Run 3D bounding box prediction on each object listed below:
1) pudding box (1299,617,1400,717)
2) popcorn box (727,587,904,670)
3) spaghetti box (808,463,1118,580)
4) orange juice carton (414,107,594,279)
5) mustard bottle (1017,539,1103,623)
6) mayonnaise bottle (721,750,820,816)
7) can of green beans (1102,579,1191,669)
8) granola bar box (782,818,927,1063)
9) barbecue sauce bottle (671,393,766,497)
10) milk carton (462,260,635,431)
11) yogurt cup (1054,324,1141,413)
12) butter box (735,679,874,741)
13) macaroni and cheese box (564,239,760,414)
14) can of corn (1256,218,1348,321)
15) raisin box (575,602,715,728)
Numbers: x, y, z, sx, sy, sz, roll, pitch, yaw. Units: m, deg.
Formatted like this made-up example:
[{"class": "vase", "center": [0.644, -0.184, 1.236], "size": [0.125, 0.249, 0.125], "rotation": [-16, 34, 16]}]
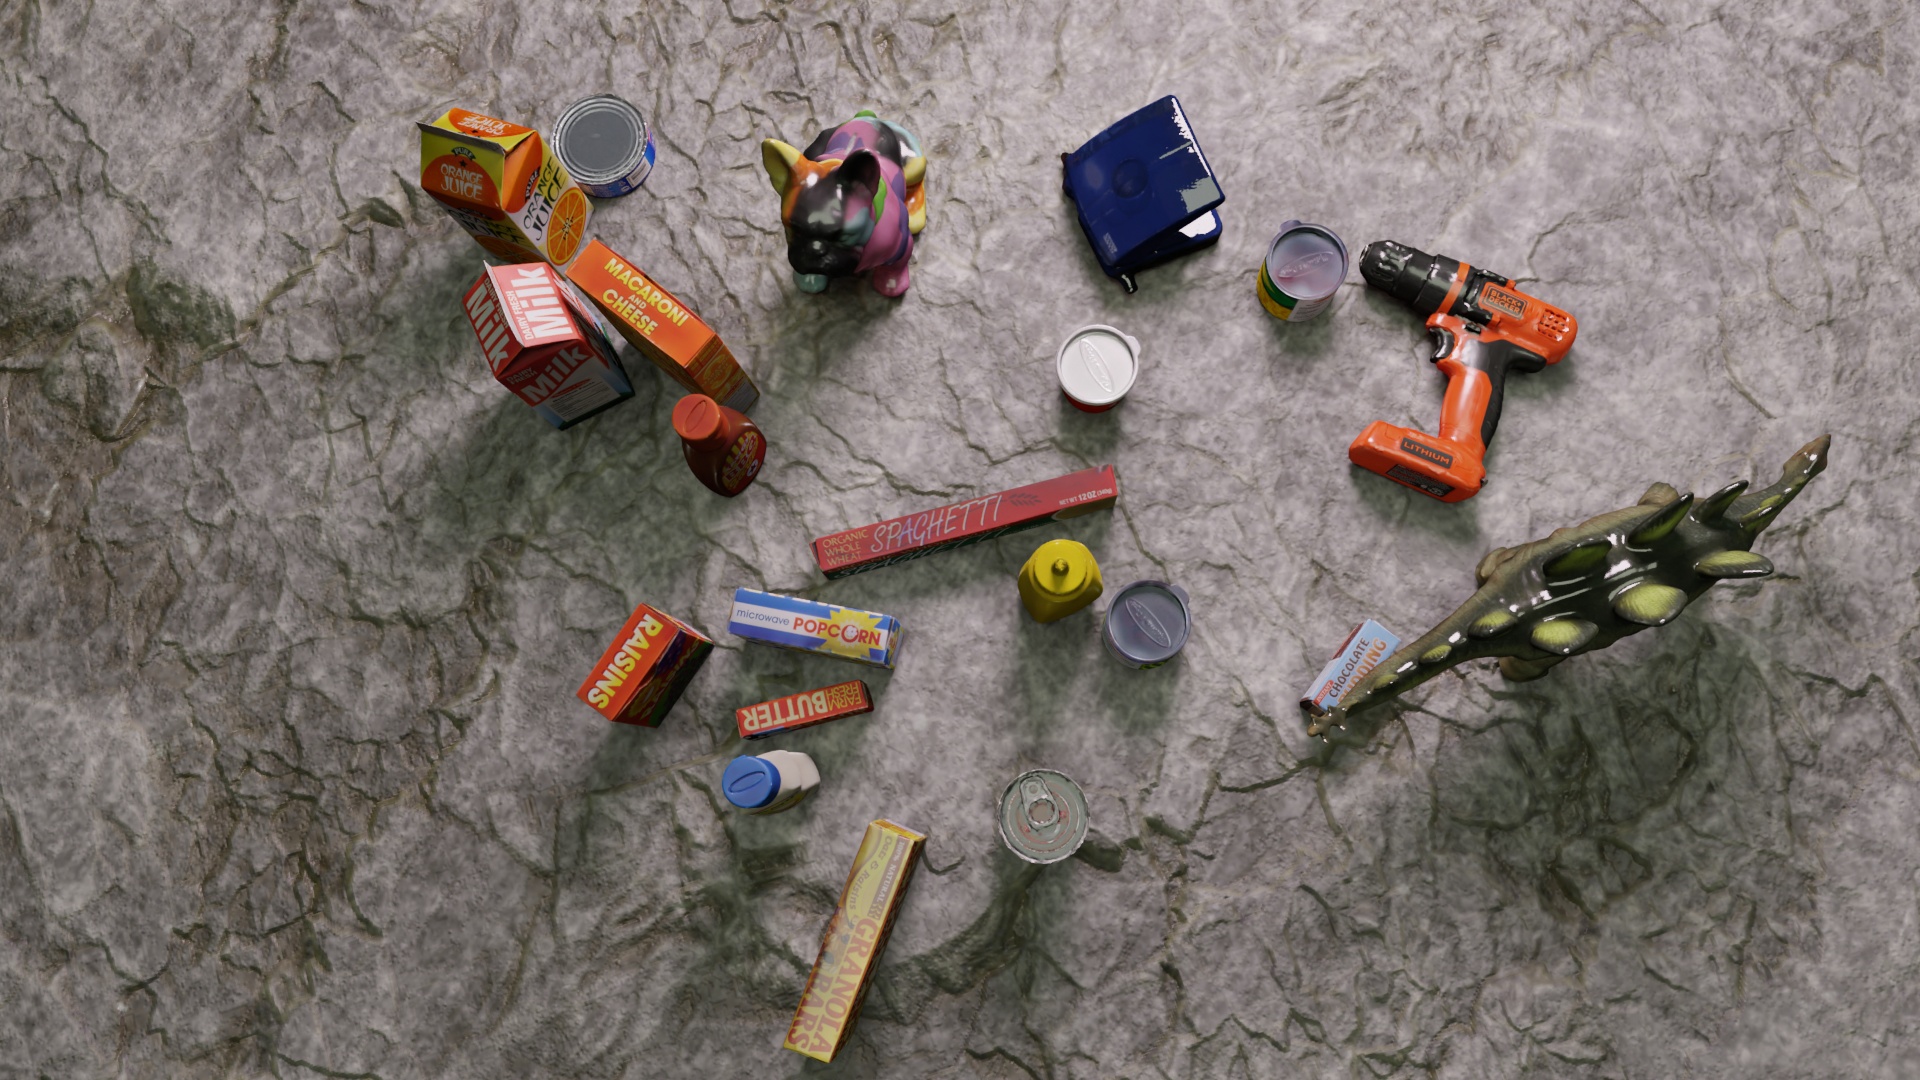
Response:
[{"class": "pudding box", "center": [0.305, 0.103, 1.090], "size": [0.030, 0.049, 0.084], "rotation": [37, 83, 9]}, {"class": "popcorn box", "center": [-0.113, 0.071, 1.099], "size": [0.127, 0.085, 0.038], "rotation": [10, 80, 5]}, {"class": "spaghetti box", "center": [0.004, -0.014, 1.128], "size": [0.250, 0.050, 0.029], "rotation": [-15, 79, 0]}, {"class": "orange juice carton", "center": [-0.370, -0.286, 1.126], "size": [0.072, 0.192, 0.073], "rotation": [18, 81, 6]}, {"class": "mustard bottle", "center": [0.077, 0.027, 1.060], "size": [0.065, 0.160, 0.049], "rotation": [-26, 79, -2]}, {"class": "mayonnaise bottle", "center": [-0.147, 0.183, 1.047], "size": [0.065, 0.148, 0.041], "rotation": [-26, 79, -2]}, {"class": "can of green beans", "center": [0.146, 0.068, 1.101], "size": [0.071, 0.057, 0.071], "rotation": [-1, 79, 3]}, {"class": "granola bar box", "center": [-0.074, 0.293, 1.034], "size": [0.039, 0.124, 0.166], "rotation": [20, 81, 6]}, {"class": "barbecue sauce bottle", "center": [-0.193, -0.079, 1.100], "size": [0.044, 0.148, 0.065], "rotation": [29, 82, 8]}, {"class": "milk carton", "center": [-0.329, -0.157, 1.100], "size": [0.073, 0.190, 0.072], "rotation": [-26, 79, -2]}, {"class": "yogurt cup", "center": [0.111, -0.138, 1.144], "size": [0.072, 0.054, 0.072], "rotation": [-1, 79, 3]}, {"class": "butter box", "center": [-0.122, 0.135, 1.103], "size": [0.103, 0.053, 0.024], "rotation": [-14, 79, 0]}, {"class": "macaroni and cheese box", "center": [-0.233, -0.163, 1.109], "size": [0.124, 0.166, 0.040], "rotation": [38, 84, 9]}, {"class": "can of corn", "center": [0.281, -0.223, 1.150], "size": [0.071, 0.058, 0.071], "rotation": [-1, 79, 3]}, {"class": "raisin box", "center": [-0.242, 0.100, 1.080], "size": [0.040, 0.123, 0.086], "rotation": [34, 83, 8]}]
